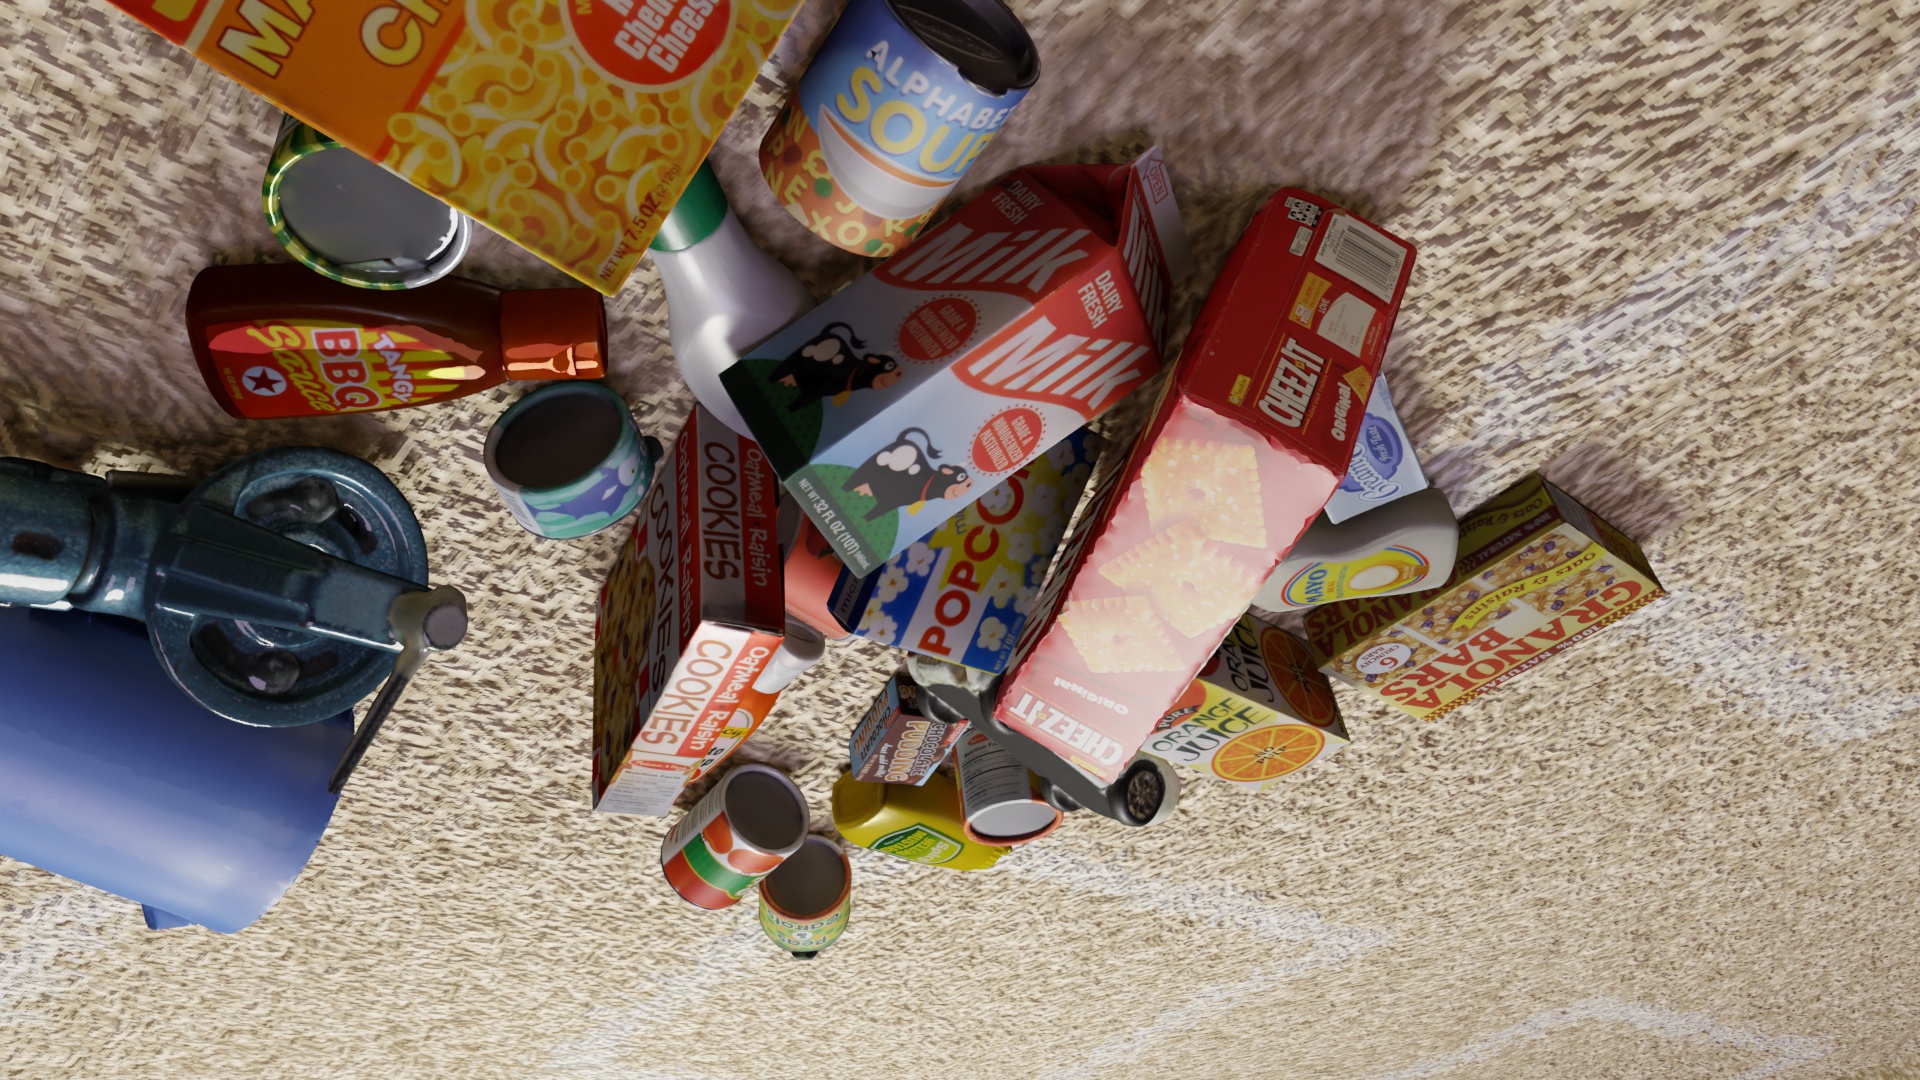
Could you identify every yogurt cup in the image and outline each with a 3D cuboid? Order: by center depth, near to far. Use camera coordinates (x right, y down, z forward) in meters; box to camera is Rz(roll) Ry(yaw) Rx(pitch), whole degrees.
[{"bbox_3d":[-0.068,0.010,0.684,0.054,0.073,0.072,26,131,-26],"label":"yogurt cup"}]

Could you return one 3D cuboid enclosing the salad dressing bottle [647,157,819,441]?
[{"bbox_3d":[-0.095,-0.101,0.552,0.064,0.044,0.147,-16,141,6],"label":"salad dressing bottle"}]

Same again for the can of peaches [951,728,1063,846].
[{"bbox_3d":[0.032,0.159,0.901,0.071,0.058,0.071,-6,142,-4],"label":"can of peaches"}]

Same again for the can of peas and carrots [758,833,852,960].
[{"bbox_3d":[-0.110,0.251,0.980,0.071,0.071,0.058,-2,141,-9],"label":"can of peas and carrots"}]

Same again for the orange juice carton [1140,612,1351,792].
[{"bbox_3d":[0.135,0.081,0.810,0.192,0.072,0.072,24,131,-36],"label":"orange juice carton"}]

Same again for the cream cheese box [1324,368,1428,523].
[{"bbox_3d":[0.194,-0.051,0.691,0.053,0.024,0.103,-23,141,18],"label":"cream cheese box"}]

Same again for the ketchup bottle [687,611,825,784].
[{"bbox_3d":[-0.135,0.087,0.786,0.064,0.044,0.148,24,131,-36],"label":"ketchup bottle"}]

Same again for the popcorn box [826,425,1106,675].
[{"bbox_3d":[0.002,-0.008,0.643,0.085,0.038,0.126,19,98,-31],"label":"popcorn box"}]

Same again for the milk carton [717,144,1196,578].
[{"bbox_3d":[0.009,-0.078,0.552,0.191,0.074,0.072,-34,140,-3],"label":"milk carton"}]

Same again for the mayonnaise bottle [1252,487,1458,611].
[{"bbox_3d":[0.191,0.011,0.757,0.148,0.041,0.064,-11,142,1],"label":"mayonnaise bottle"}]

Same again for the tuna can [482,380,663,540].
[{"bbox_3d":[-0.167,-0.037,0.601,0.071,0.071,0.032,-11,142,2],"label":"tuna can"}]

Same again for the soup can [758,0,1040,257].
[{"bbox_3d":[-0.022,-0.148,0.481,0.071,0.072,0.083,17,136,-30],"label":"soup can"}]

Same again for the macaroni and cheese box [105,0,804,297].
[{"bbox_3d":[-0.145,-0.168,0.414,0.166,0.040,0.123,29,98,-38],"label":"macaroni and cheese box"}]

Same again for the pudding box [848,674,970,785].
[{"bbox_3d":[-0.032,0.118,0.858,0.050,0.030,0.083,9,139,-24],"label":"pudding box"}]

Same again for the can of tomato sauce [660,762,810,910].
[{"bbox_3d":[-0.144,0.192,0.899,0.071,0.071,0.082,19,134,-31],"label":"can of tomato sauce"}]

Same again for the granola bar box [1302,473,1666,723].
[{"bbox_3d":[0.306,0.039,0.820,0.124,0.039,0.165,25,131,-36],"label":"granola bar box"}]

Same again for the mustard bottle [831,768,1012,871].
[{"bbox_3d":[-0.014,0.193,0.943,0.065,0.049,0.160,-32,137,31],"label":"mustard bottle"}]

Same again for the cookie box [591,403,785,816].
[{"bbox_3d":[-0.131,0.036,0.654,0.040,0.123,0.166,11,138,-26],"label":"cookie box"}]

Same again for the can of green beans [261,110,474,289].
[{"bbox_3d":[-0.201,-0.129,0.479,0.071,0.058,0.071,-6,142,-4],"label":"can of green beans"}]

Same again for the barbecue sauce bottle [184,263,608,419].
[{"bbox_3d":[-0.218,-0.080,0.551,0.149,0.044,0.064,-3,141,-8],"label":"barbecue sauce bottle"}]
